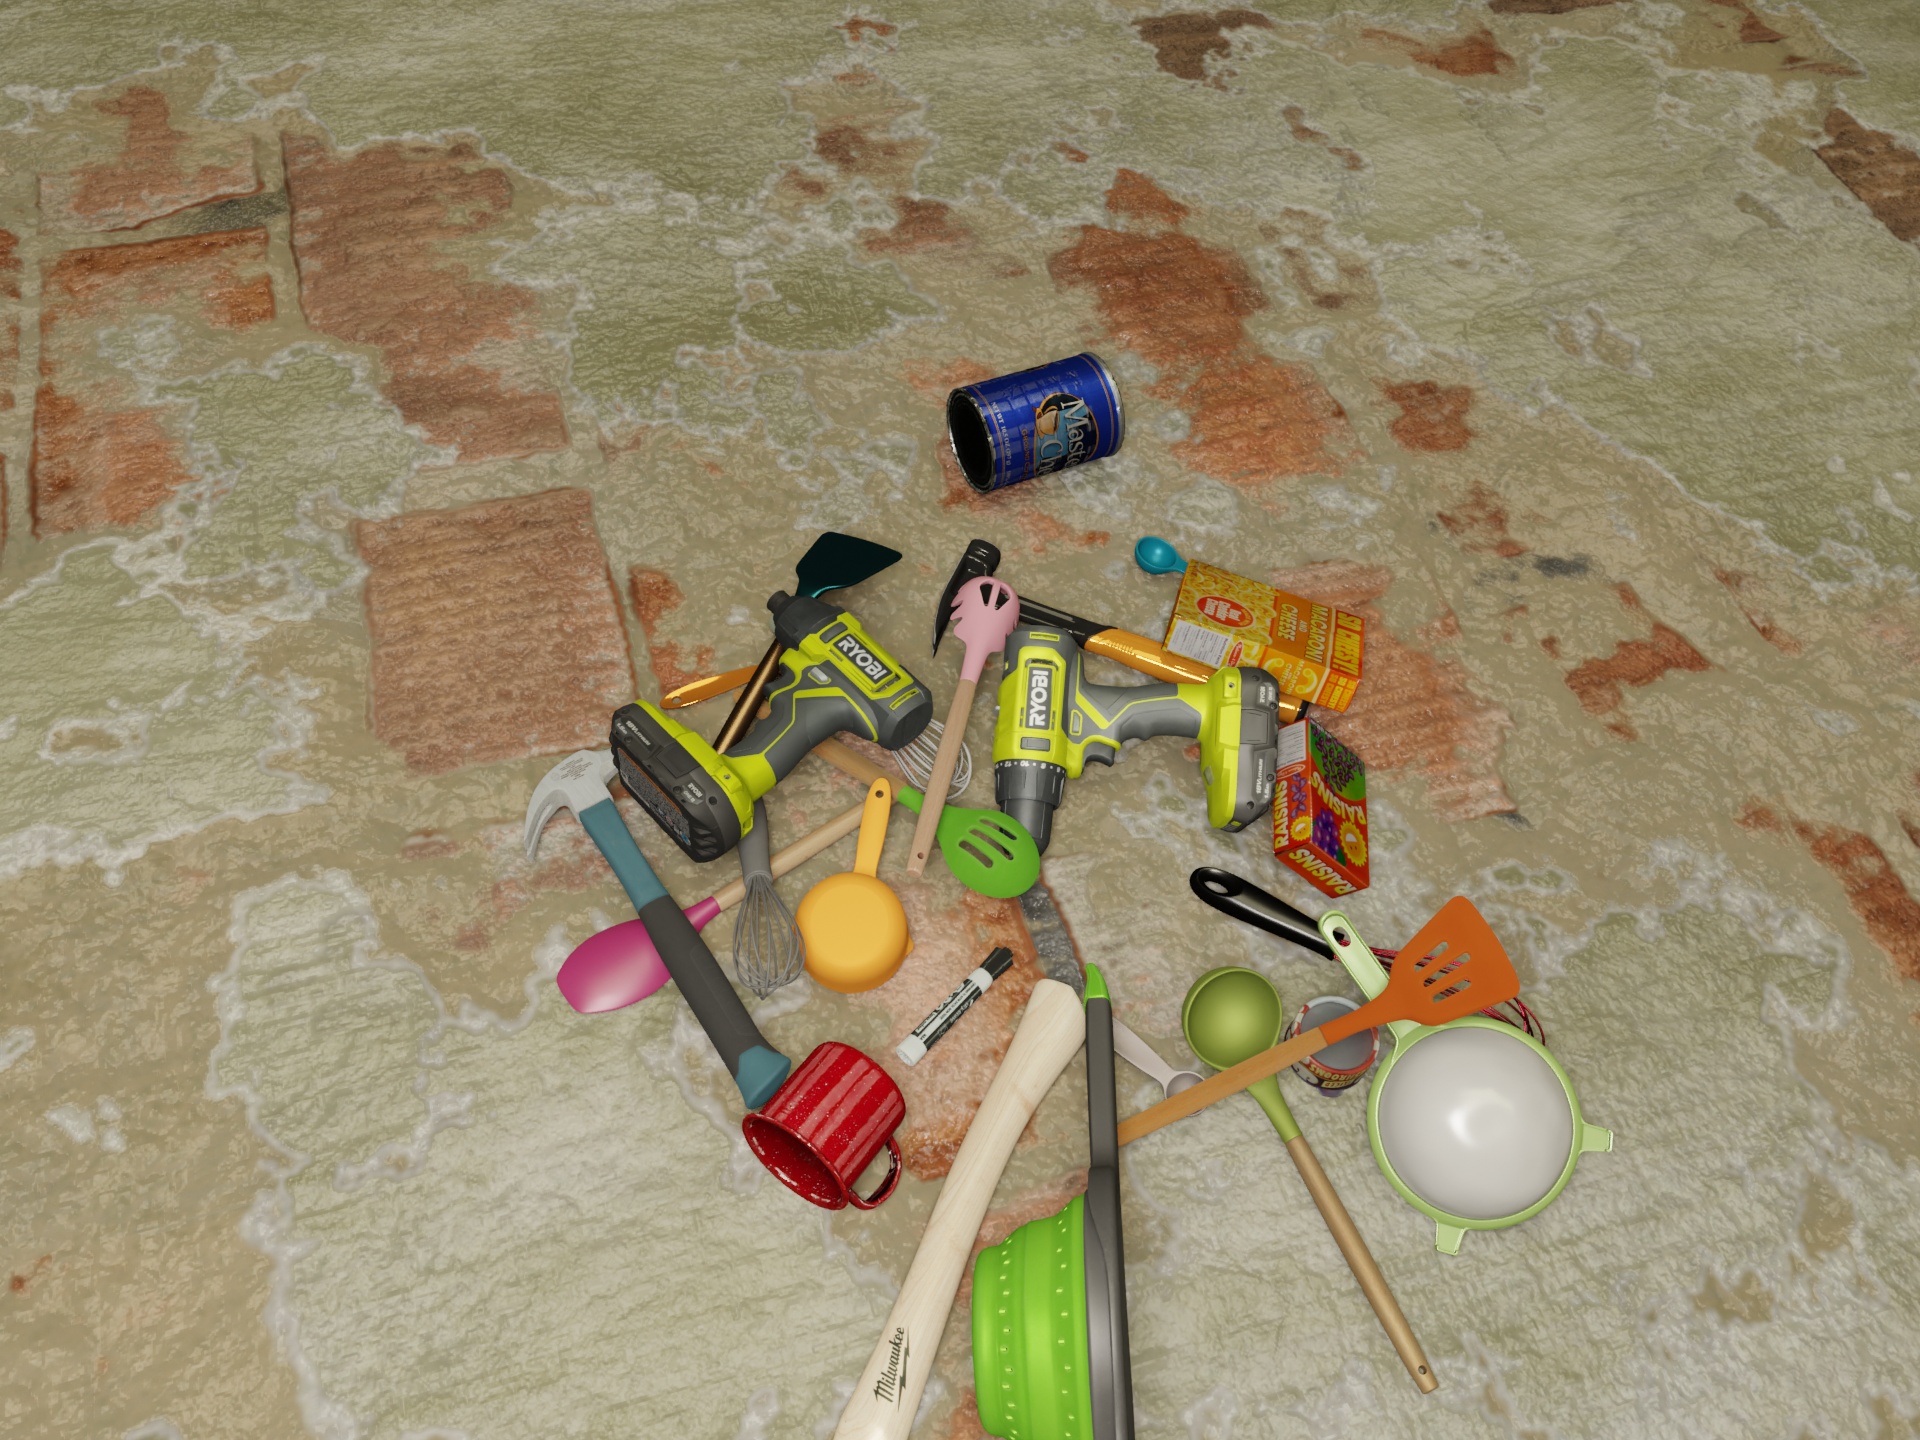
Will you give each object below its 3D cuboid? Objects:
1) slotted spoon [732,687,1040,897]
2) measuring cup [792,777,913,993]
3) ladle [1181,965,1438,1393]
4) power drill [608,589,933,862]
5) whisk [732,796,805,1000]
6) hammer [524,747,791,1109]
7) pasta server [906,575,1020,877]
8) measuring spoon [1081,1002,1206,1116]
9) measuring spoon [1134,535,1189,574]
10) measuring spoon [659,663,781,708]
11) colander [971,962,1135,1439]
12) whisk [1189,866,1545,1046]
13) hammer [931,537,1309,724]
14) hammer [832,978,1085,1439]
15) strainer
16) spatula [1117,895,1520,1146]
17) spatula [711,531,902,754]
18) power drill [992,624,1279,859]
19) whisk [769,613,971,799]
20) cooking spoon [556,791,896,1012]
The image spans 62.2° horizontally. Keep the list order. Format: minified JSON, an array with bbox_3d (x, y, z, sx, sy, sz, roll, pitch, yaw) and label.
[{"bbox_3d":[-0.068,0.048,1.294,0.314,0.031,0.070,30,61,25],"label":"slotted spoon"},{"bbox_3d":[-0.076,0.120,1.223,0.095,0.052,0.174,9,72,3],"label":"measuring cup"},{"bbox_3d":[0.254,0.322,1.141,0.078,0.062,0.320,-23,63,-7],"label":"ladle"},{"bbox_3d":[-0.157,-0.005,1.253,0.223,0.080,0.171,-36,64,-27],"label":"power drill"},{"bbox_3d":[-0.155,0.120,1.214,0.055,0.055,0.239,-6,37,-10],"label":"whisk"},{"bbox_3d":[-0.224,0.150,1.204,0.128,0.033,0.331,-27,60,-22],"label":"hammer"},{"bbox_3d":[-0.002,-0.004,1.299,0.060,0.040,0.316,19,54,-5],"label":"pasta server"},{"bbox_3d":[0.137,0.256,1.202,0.124,0.018,0.034,37,69,26],"label":"measuring spoon"},{"bbox_3d":[0.217,-0.128,1.475,0.128,0.021,0.042,30,48,4],"label":"measuring spoon"},{"bbox_3d":[-0.202,-0.030,1.368,0.117,0.011,0.021,-20,56,-14],"label":"measuring spoon"},{"bbox_3d":[0.060,0.330,1.054,0.094,0.204,0.398,-4,44,6],"label":"colander"},{"bbox_3d":[0.312,0.187,1.241,0.296,0.073,0.073,26,57,20],"label":"whisk"},{"bbox_3d":[0.142,-0.060,1.406,0.337,0.034,0.127,20,55,8],"label":"hammer"},{"bbox_3d":[-0.015,0.353,1.104,0.146,0.038,0.411,21,56,10],"label":"hammer"},{"bbox_3d":[0.340,0.243,1.141,0.151,0.069,0.256,-34,76,1],"label":"strainer"},{"bbox_3d":[0.235,0.233,1.133,0.322,0.041,0.081,-28,60,6],"label":"spatula"},{"bbox_3d":[-0.156,-0.039,1.341,0.082,0.044,0.318,19,68,22],"label":"spatula"},{"bbox_3d":[0.139,0.028,1.307,0.228,0.080,0.191,6,75,-2],"label":"power drill"},{"bbox_3d":[-0.080,-0.019,1.353,0.246,0.059,0.057,41,24,25],"label":"whisk"},{"bbox_3d":[-0.171,0.131,1.253,0.319,0.017,0.069,-31,61,-24],"label":"cooking spoon"}]
